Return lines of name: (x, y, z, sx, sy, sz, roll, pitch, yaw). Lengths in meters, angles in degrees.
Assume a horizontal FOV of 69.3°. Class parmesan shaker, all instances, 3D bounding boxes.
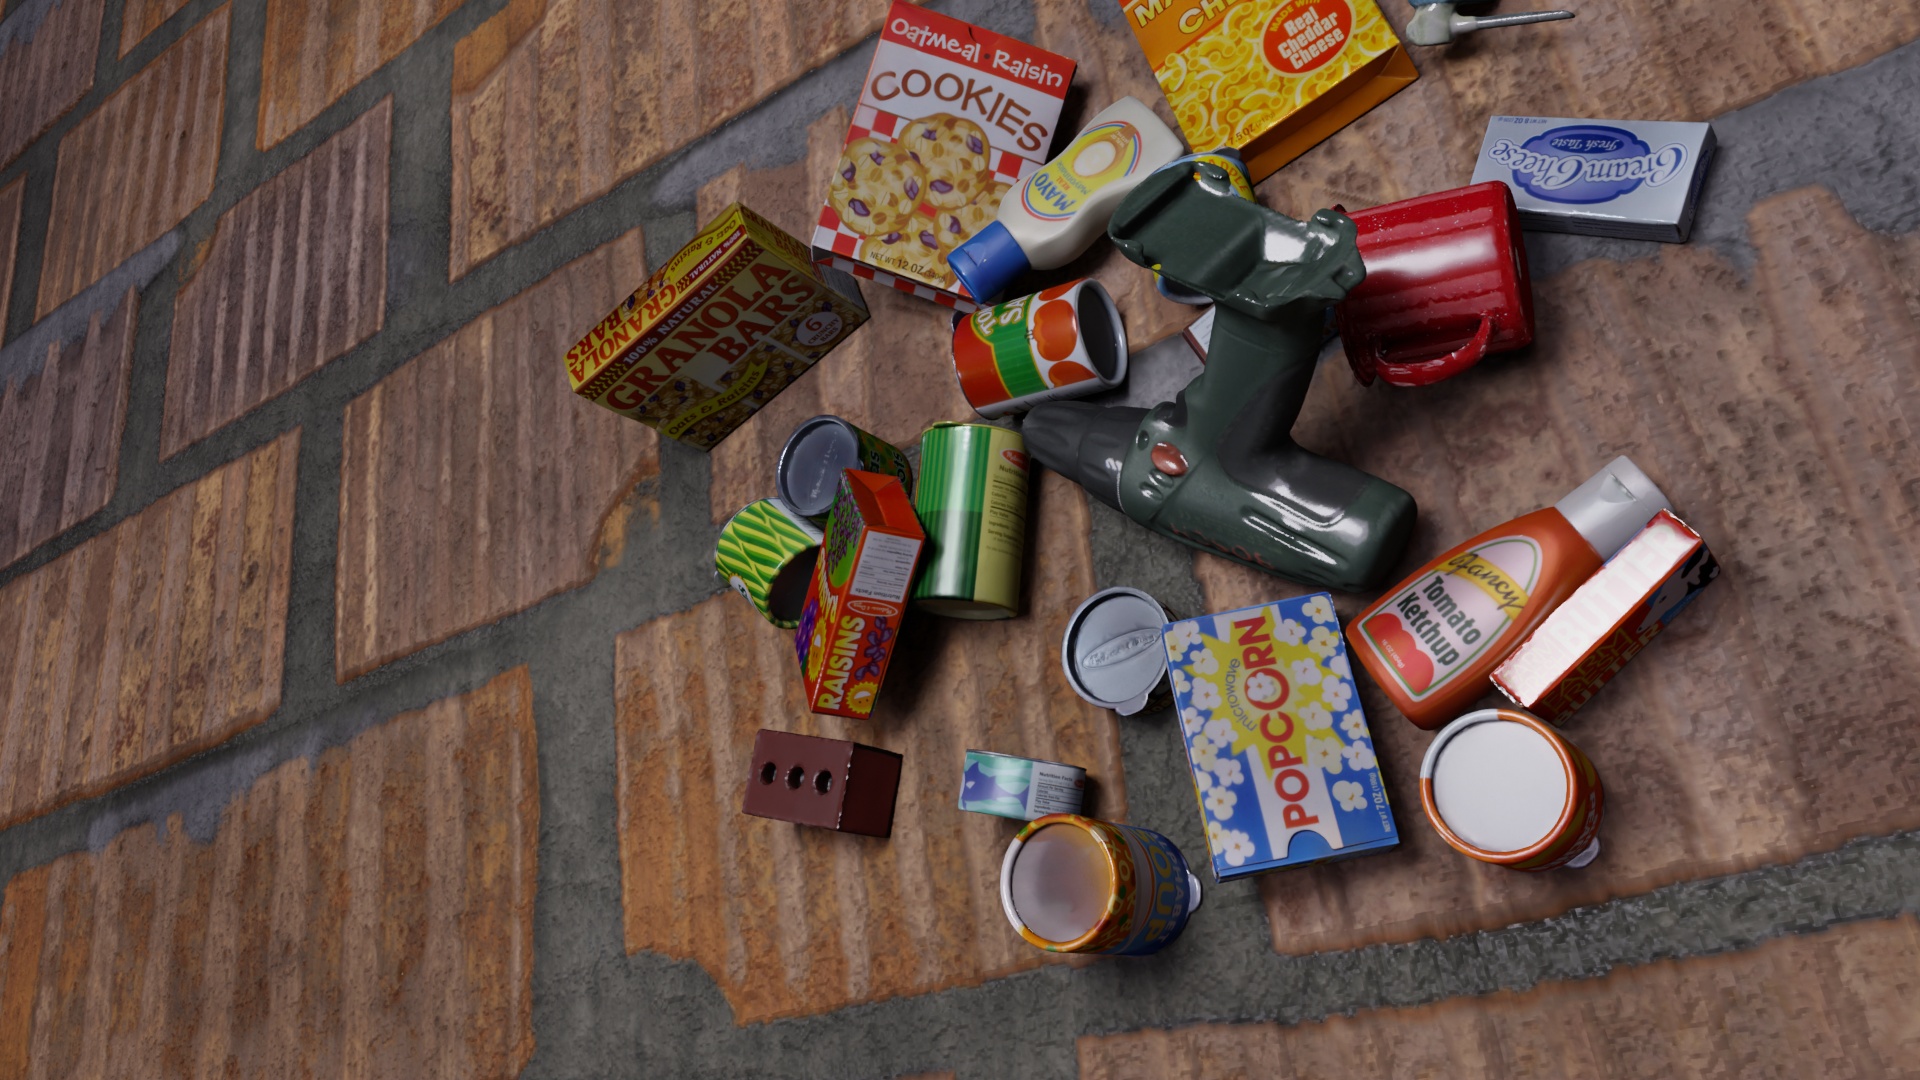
parmesan shaker: (0.003, -0.010, 0.809, 0.071, 0.071, 0.103, -4, 73, 34)

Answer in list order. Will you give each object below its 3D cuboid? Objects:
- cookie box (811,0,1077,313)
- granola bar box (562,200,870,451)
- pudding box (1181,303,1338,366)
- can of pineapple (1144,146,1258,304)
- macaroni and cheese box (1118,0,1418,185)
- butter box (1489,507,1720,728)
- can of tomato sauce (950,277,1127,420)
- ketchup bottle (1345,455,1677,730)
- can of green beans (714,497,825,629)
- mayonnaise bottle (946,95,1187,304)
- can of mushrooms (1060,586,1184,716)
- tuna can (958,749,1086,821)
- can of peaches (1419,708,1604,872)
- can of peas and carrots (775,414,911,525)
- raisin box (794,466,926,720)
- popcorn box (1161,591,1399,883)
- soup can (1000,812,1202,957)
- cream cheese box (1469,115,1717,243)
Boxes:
cookie box: (-0.010, -0.238, 0.870, 0.123, 0.040, 0.167, 18, 84, -3)
granola bar box: (-0.162, -0.137, 0.932, 0.165, 0.124, 0.039, -36, 57, 20)
pudding box: (0.169, -0.119, 0.756, 0.083, 0.030, 0.050, -40, 55, 18)
can of pineapple: (0.135, -0.174, 0.772, 0.071, 0.071, 0.058, -23, 64, 27)
macaroni and cheese box: (0.171, -0.300, 0.807, 0.123, 0.040, 0.167, -31, 60, 22)
butter box: (0.284, 0.036, 0.610, 0.103, 0.053, 0.024, -48, 53, 12)
can of tomato sauce: (0.046, -0.114, 0.814, 0.083, 0.071, 0.071, -12, 68, 31)
ketchup bottle: (0.255, 0.021, 0.642, 0.148, 0.043, 0.065, -41, 51, 16)
can of green beans: (-0.113, 0.015, 0.885, 0.058, 0.071, 0.071, 38, 98, 36)
mayonnaise bottle: (0.061, -0.198, 0.826, 0.148, 0.041, 0.065, -37, 63, 0)
can of mushrooms: (0.091, 0.063, 0.748, 0.071, 0.033, 0.071, -11, 68, 31)
tuna can: (0.031, 0.133, 0.746, 0.071, 0.071, 0.033, 2, 77, 35)
can of peaches: (0.244, 0.112, 0.610, 0.071, 0.058, 0.071, -12, 68, 32)
can of peas and carrots: (-0.071, -0.039, 0.878, 0.071, 0.058, 0.071, -11, 70, 31)
raisin box: (-0.061, 0.031, 0.816, 0.086, 0.040, 0.123, -118, 43, -61)
popcorn box: (0.151, 0.095, 0.673, 0.085, 0.038, 0.127, -11, 66, 3)
soup can: (0.071, 0.173, 0.694, 0.071, 0.083, 0.071, -11, 69, 31)
cream cheese box: (0.307, -0.179, 0.683, 0.104, 0.024, 0.053, 16, 86, 37)
